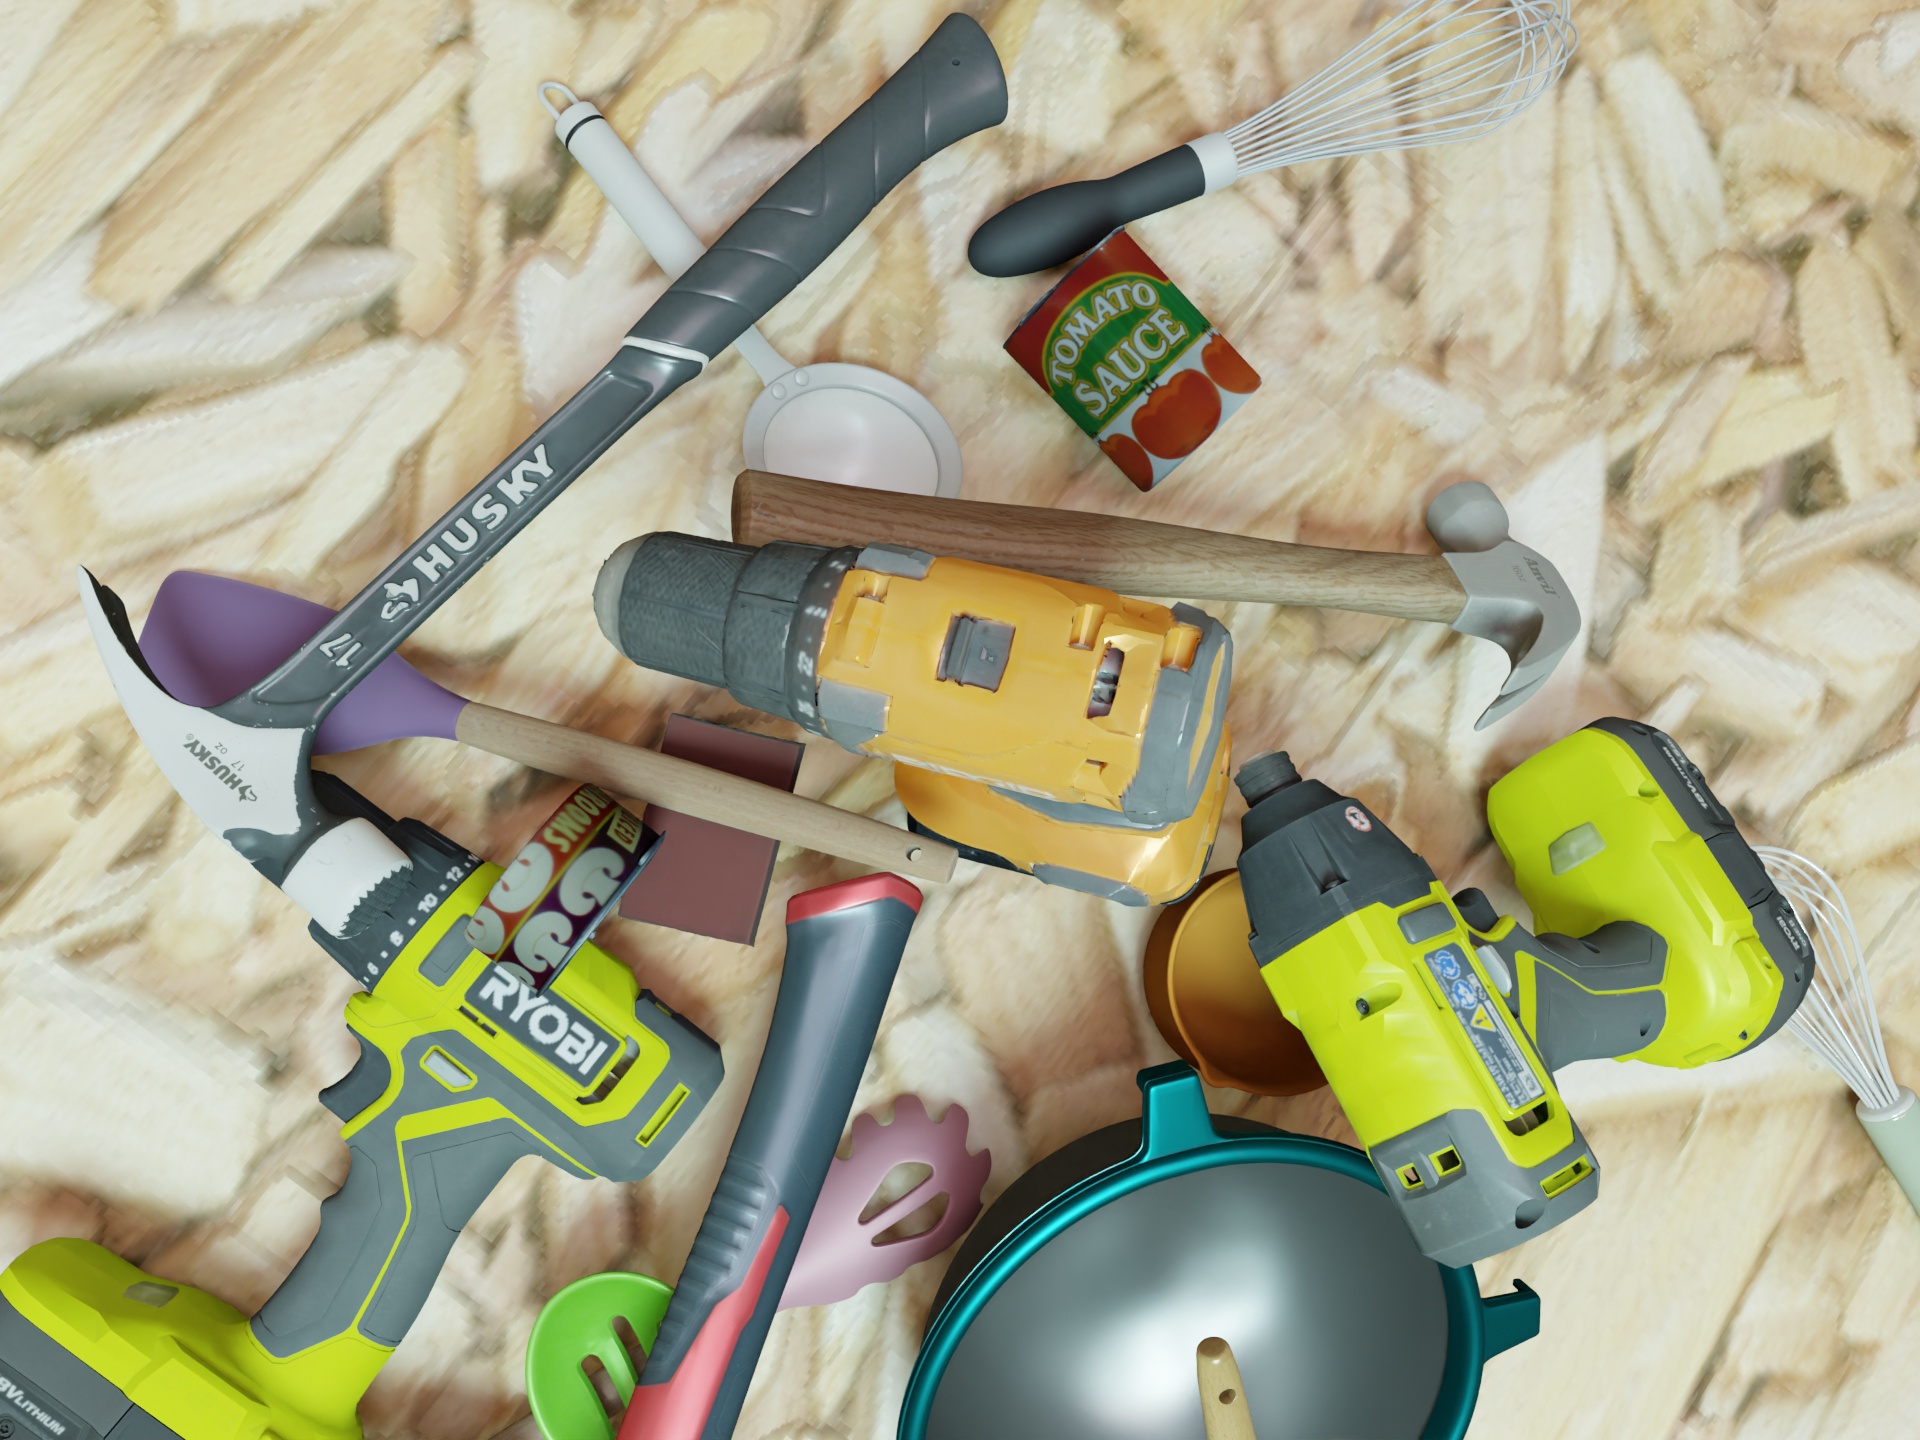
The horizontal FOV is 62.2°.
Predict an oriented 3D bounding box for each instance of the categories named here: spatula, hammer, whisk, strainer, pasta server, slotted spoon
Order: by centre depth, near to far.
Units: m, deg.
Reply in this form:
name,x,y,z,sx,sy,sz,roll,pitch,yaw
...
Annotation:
name,x,y,z,sx,sy,sz,roll,pitch,yaw
hammer,-0.077,0.235,0.515,0.143,0.038,0.386,24,72,-8
slotted spoon,-0.067,0.334,0.528,0.070,0.031,0.314,-23,80,0
spatula,-0.153,0.009,0.562,0.316,0.018,0.060,15,82,9
hammer,-0.125,-0.121,0.573,0.149,0.036,0.409,40,74,5
strainer,0.033,0.270,0.580,0.210,0.095,0.340,35,97,-22
pasta server,-0.125,0.241,0.582,0.316,0.040,0.060,-31,90,-8
hammer,0.081,-0.057,0.589,0.331,0.031,0.130,4,41,-17
strainer,-0.085,-0.151,0.622,0.087,0.050,0.258,-36,85,-30
whisk,0.133,-0.244,0.666,0.284,0.070,0.070,-24,89,-7
whisk,0.389,0.156,0.677,0.058,0.059,0.246,-31,95,25

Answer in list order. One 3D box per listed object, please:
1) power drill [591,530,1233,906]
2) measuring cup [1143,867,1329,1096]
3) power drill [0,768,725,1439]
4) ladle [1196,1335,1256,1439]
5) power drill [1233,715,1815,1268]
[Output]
name,x,y,z,sx,sy,sz,roll,pitch,yaw
power drill,-0.001,-0.002,0.525,0.185,0.226,0.084,13,81,15
measuring cup,0.149,0.126,0.630,0.173,0.052,0.095,37,79,-7
power drill,-0.221,0.147,0.547,0.190,0.080,0.228,39,76,-5
ladle,0.113,0.340,0.558,0.069,0.031,0.315,-18,112,-12
power drill,0.200,0.074,0.572,0.223,0.080,0.171,-10,66,-41
